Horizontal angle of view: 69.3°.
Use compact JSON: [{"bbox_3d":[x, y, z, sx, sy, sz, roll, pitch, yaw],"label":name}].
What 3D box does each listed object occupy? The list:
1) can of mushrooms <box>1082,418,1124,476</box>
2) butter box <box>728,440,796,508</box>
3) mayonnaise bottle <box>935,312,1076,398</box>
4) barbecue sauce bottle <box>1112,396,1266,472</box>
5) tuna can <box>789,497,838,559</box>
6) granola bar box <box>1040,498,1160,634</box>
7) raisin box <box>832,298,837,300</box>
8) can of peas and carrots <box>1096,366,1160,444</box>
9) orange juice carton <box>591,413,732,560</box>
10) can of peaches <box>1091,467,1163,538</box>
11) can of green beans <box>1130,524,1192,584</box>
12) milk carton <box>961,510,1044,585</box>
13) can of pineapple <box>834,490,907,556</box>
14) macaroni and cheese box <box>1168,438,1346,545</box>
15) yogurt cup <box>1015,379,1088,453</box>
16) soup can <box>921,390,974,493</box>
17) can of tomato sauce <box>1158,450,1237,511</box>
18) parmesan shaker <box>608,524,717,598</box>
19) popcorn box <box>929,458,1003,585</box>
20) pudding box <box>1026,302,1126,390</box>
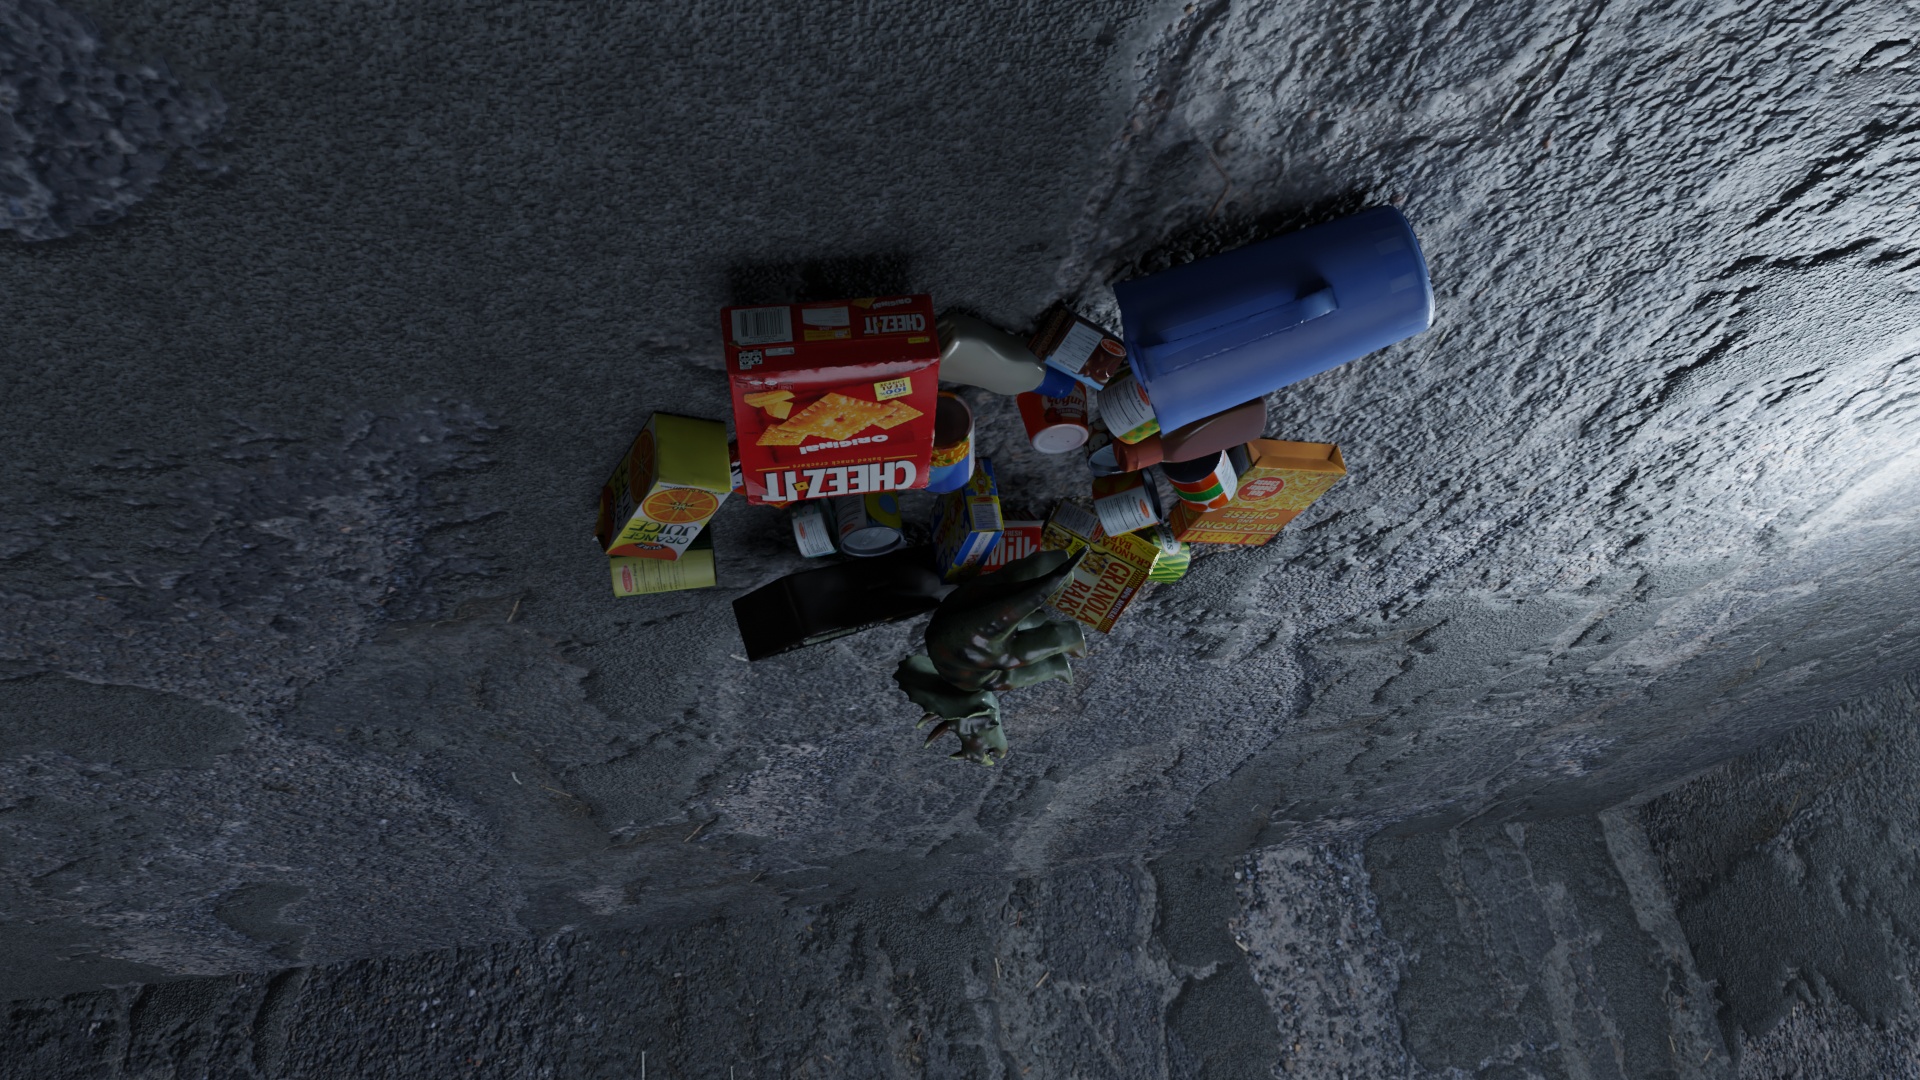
[{"bbox_3d":[0.155,-0.095,1.395,0.071,0.033,0.070,-8,154,-4],"label":"can of mushrooms"},{"bbox_3d":[-0.195,-0.063,1.352,0.053,0.024,0.103,-27,149,33],"label":"butter box"},{"bbox_3d":[0.036,-0.157,1.222,0.148,0.041,0.064,10,147,-37],"label":"mayonnaise bottle"},{"bbox_3d":[0.222,-0.104,1.350,0.149,0.044,0.064,-18,148,-12],"label":"barbecue sauce bottle"},{"bbox_3d":[-0.149,-0.017,1.418,0.033,0.071,0.071,-13,154,6],"label":"tuna can"},{"bbox_3d":[0.142,0.033,1.574,0.124,0.039,0.164,28,150,3],"label":"granola bar box"},{"bbox_3d":[-0.107,-0.149,1.191,0.086,0.040,0.123,-22,150,22],"label":"raisin box"},{"bbox_3d":[0.170,-0.131,1.292,0.058,0.071,0.071,-29,148,35],"label":"can of peas and carrots"},{"bbox_3d":[-0.287,-0.038,1.316,0.072,0.073,0.191,7,150,-31],"label":"orange juice carton"},{"bbox_3d":[0.178,-0.042,1.476,0.058,0.071,0.071,-18,153,18],"label":"can of peaches"},{"bbox_3d":[0.223,0.014,1.603,0.058,0.071,0.071,10,148,-33],"label":"can of green beans"},{"bbox_3d":[0.035,0.023,1.549,0.072,0.074,0.189,-2,153,-17],"label":"milk carton"},{"bbox_3d":[-0.093,-0.022,1.431,0.071,0.058,0.070,-7,154,-4],"label":"can of pineapple"},{"bbox_3d":[0.325,-0.052,1.533,0.124,0.040,0.165,3,151,-24],"label":"macaroni and cheese box"},{"bbox_3d":[0.089,-0.117,1.304,0.072,0.054,0.072,-7,154,-3],"label":"yogurt cup"},{"bbox_3d":[-0.022,-0.091,1.304,0.071,0.071,0.083,-8,153,-3],"label":"soup can"},{"bbox_3d":[0.243,-0.074,1.432,0.071,0.071,0.083,-17,154,16],"label":"can of tomato sauce"},{"bbox_3d":[-0.307,0.023,1.438,0.103,0.071,0.071,-6,154,-9],"label":"parmesan shaker"},{"bbox_3d":[0.005,-0.018,1.441,0.038,0.085,0.126,-2,153,-18],"label":"popcorn box"},{"bbox_3d":[0.103,-0.168,1.211,0.084,0.030,0.049,19,111,-44],"label":"pudding box"}]
